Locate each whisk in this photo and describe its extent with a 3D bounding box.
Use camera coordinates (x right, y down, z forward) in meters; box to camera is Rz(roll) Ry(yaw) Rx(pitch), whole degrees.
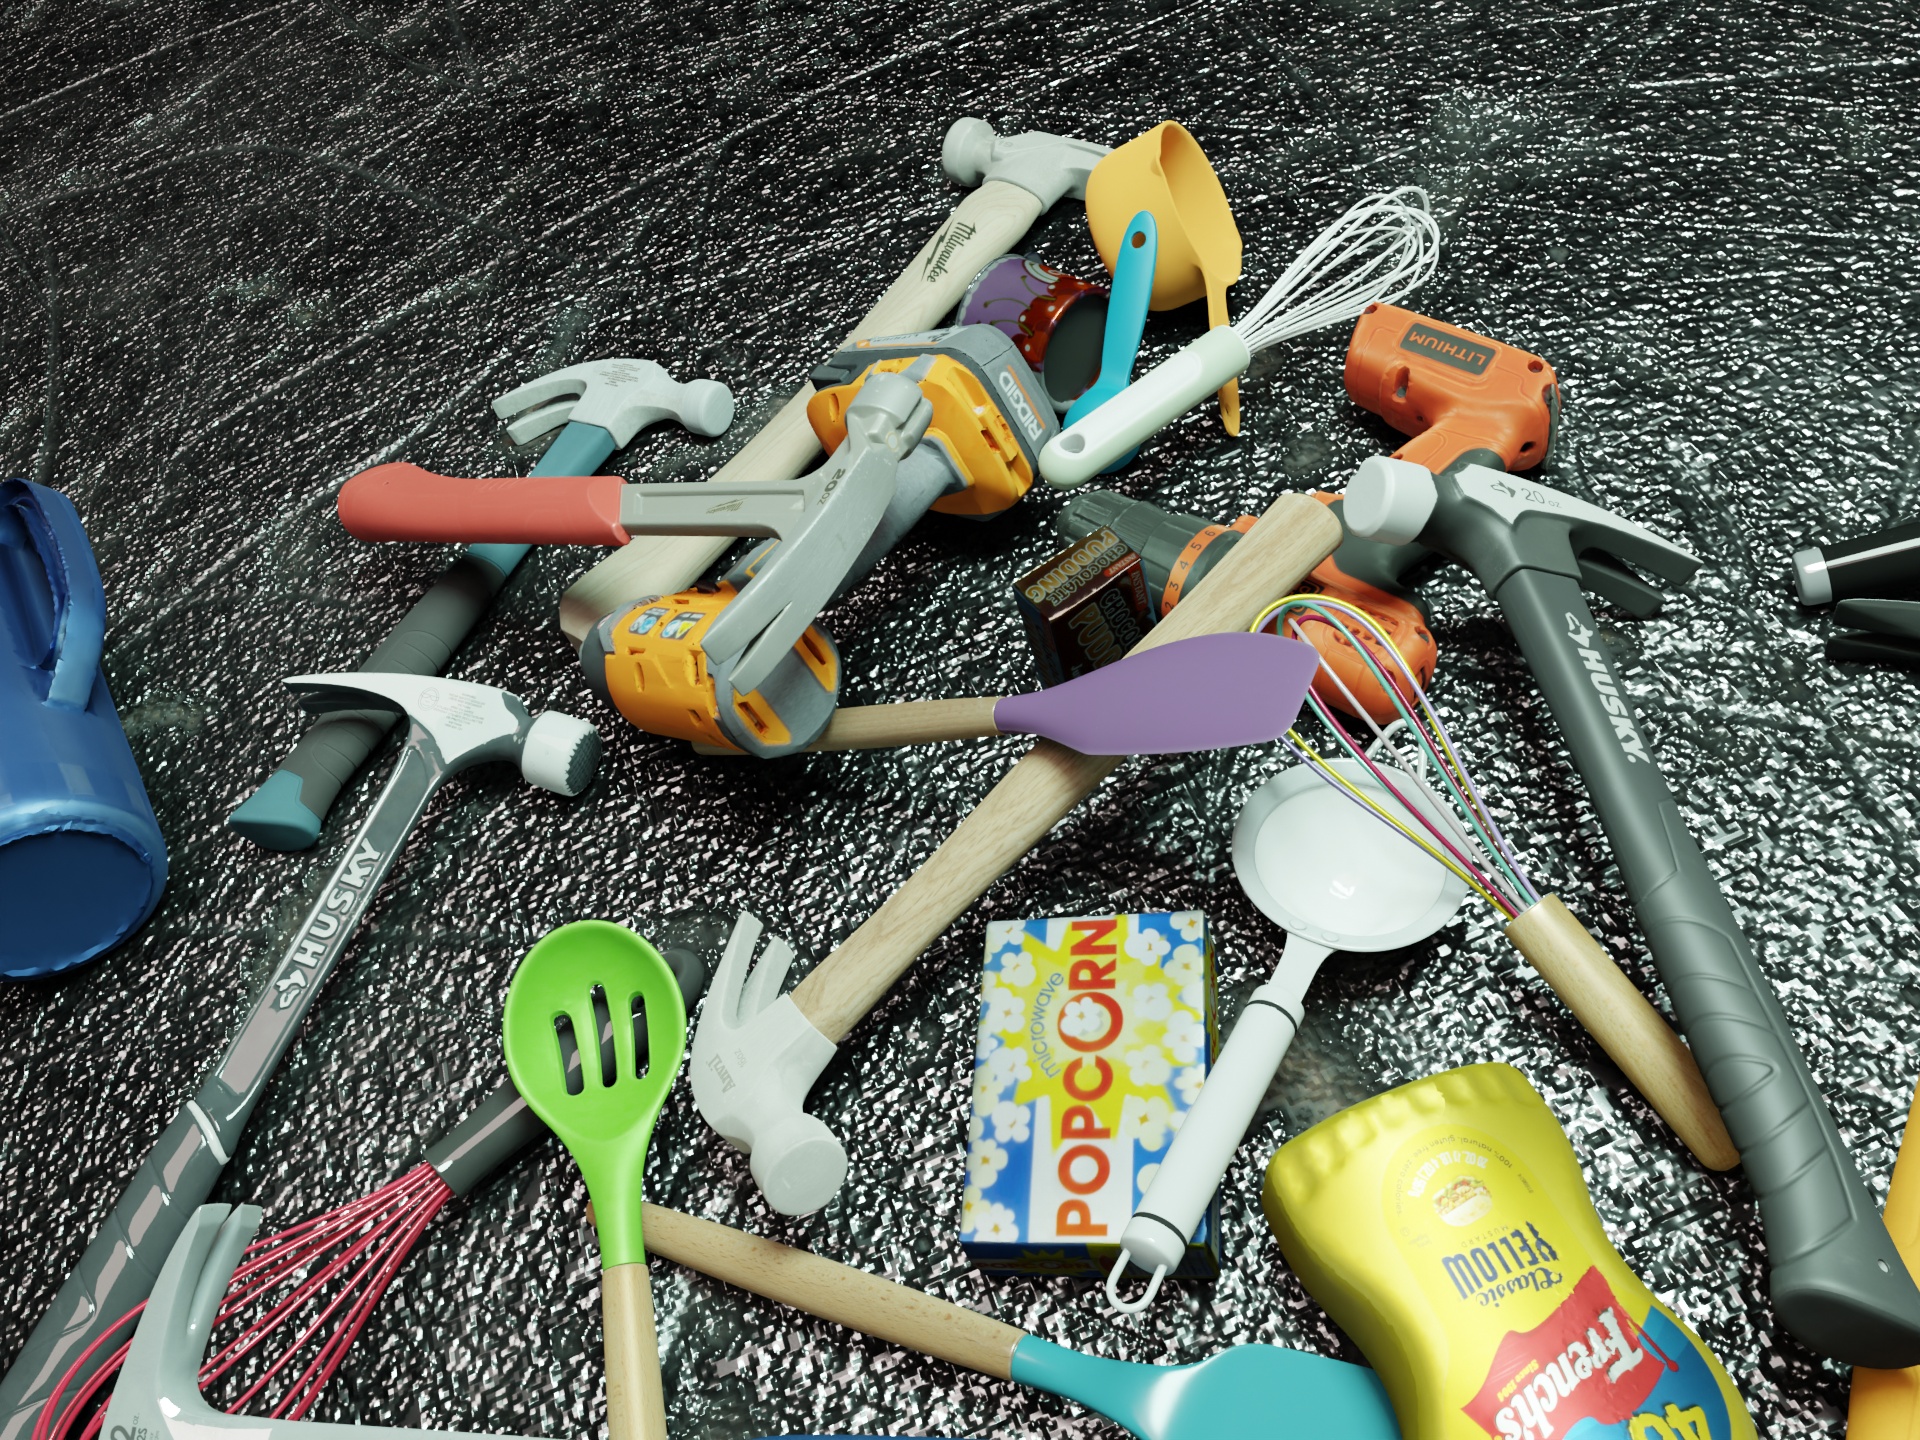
[{"bbox_3d":[0.186,0.047,0.555,0.047,0.051,0.245,-24,66,-32],"label":"whisk"},{"bbox_3d":[0.134,-0.180,0.748,0.246,0.059,0.058,-36,59,-16],"label":"whisk"},{"bbox_3d":[-0.213,0.188,0.606,0.296,0.073,0.073,-41,52,-23],"label":"whisk"}]

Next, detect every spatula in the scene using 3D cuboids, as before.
[{"bbox_3d":[-0.001,-0.002,0.635,0.316,0.018,0.060,-6,43,41],"label":"spatula"},{"bbox_3d":[0.000,0.213,0.539,0.318,0.044,0.082,9,58,29],"label":"spatula"}]

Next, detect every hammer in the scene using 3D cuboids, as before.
[{"bbox_3d":[-0.255,-0.069,0.827,0.128,0.033,0.331,17,61,27],"label":"hammer"},{"bbox_3d":[-0.054,-0.178,0.845,0.146,0.038,0.411,26,65,30],"label":"hammer"},{"bbox_3d":[0.237,0.043,0.536,0.146,0.035,0.335,9,49,-21],"label":"hammer"},{"bbox_3d":[0.322,0.099,0.513,0.127,0.034,0.337,15,60,26],"label":"hammer"},{"bbox_3d":[-0.080,0.227,0.485,0.405,0.035,0.144,-2,73,11],"label":"hammer"},{"bbox_3d":[-0.307,0.150,0.662,0.149,0.036,0.409,18,62,11],"label":"hammer"},{"bbox_3d":[0.024,0.032,0.614,0.331,0.031,0.130,-45,32,-8],"label":"hammer"},{"bbox_3d":[-0.180,-0.088,0.716,0.359,0.036,0.149,6,54,40],"label":"hammer"}]

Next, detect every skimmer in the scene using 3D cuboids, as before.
[{"bbox_3d":[0.512,-0.078,0.592,0.363,0.090,0.127,-13,53,21],"label":"skimmer"}]

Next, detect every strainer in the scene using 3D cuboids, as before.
[{"bbox_3d":[0.110,0.096,0.552,0.087,0.050,0.258,21,49,22],"label":"strainer"}]

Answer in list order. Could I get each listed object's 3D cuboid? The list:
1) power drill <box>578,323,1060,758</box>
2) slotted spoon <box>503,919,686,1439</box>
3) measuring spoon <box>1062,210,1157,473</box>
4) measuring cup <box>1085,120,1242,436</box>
[{"bbox_3d":[-0.075,-0.081,0.730,0.164,0.084,0.226,8,52,48],"label":"power drill"},{"bbox_3d":[-0.116,0.216,0.549,0.070,0.031,0.314,-12,59,-2],"label":"slotted spoon"},{"bbox_3d":[0.074,-0.185,0.771,0.042,0.021,0.128,13,96,28],"label":"measuring spoon"},{"bbox_3d":[0.106,-0.216,0.808,0.052,0.095,0.174,-16,71,32],"label":"measuring cup"}]
